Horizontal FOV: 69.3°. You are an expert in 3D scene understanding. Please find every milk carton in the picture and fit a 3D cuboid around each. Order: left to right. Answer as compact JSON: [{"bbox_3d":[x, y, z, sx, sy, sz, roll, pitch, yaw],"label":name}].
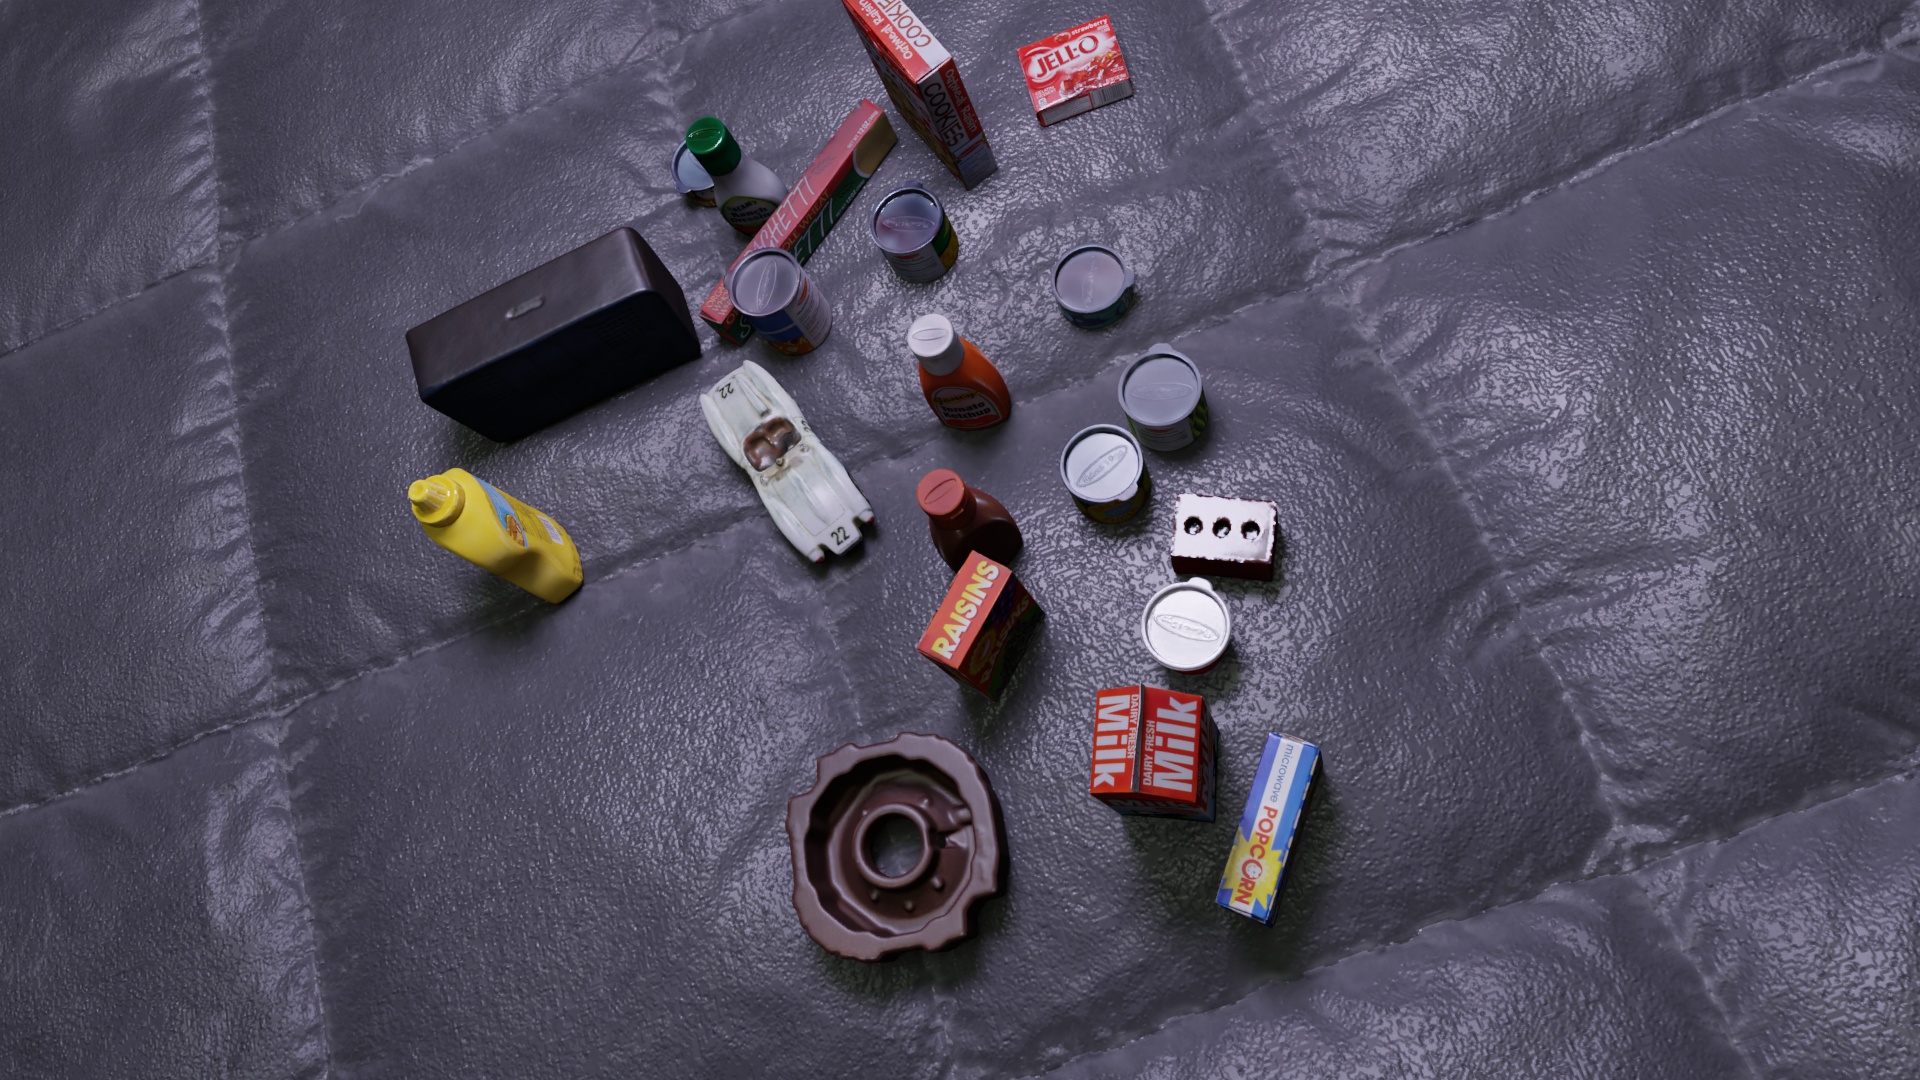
[{"bbox_3d":[0.135,0.150,0.965,0.073,0.190,0.072,2,73,16],"label":"milk carton"}]

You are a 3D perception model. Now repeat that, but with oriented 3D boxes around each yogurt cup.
[{"bbox_3d":[0.173,0.070,1.055,0.072,0.054,0.072,-4,71,14],"label":"yogurt cup"}]

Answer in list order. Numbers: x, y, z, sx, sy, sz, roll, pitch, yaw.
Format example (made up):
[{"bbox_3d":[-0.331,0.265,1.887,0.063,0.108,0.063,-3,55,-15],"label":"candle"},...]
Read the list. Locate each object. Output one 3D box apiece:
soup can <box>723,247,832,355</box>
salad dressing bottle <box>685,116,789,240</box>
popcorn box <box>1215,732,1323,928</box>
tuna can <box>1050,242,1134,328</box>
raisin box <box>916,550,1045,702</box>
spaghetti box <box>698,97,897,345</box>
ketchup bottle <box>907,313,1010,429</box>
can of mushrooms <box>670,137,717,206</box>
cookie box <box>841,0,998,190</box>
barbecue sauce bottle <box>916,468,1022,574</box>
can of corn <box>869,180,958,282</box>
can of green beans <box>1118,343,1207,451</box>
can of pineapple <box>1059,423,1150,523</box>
[{"bbox_3d":[-0.159,-0.209,1.220,0.071,0.083,0.071,-4,72,14],"label":"soup can"},{"bbox_3d":[-0.197,-0.319,1.232,0.064,0.147,0.044,-7,71,13],"label":"salad dressing bottle"},{"bbox_3d":[0.220,0.205,0.981,0.038,0.085,0.127,16,77,19],"label":"popcorn box"},{"bbox_3d":[0.114,-0.216,1.177,0.071,0.032,0.071,-4,71,14],"label":"tuna can"},{"bbox_3d":[0.018,0.067,1.060,0.040,0.123,0.086,27,81,21],"label":"raisin box"},{"bbox_3d":[-0.145,-0.288,1.261,0.029,0.050,0.250,33,83,22],"label":"spaghetti box"},{"bbox_3d":[-0.005,-0.135,1.119,0.065,0.148,0.043,-5,72,14],"label":"ketchup bottle"},{"bbox_3d":[-0.239,-0.351,1.315,0.071,0.033,0.071,-4,71,14],"label":"can of mushrooms"},{"bbox_3d":[-0.035,-0.395,1.203,0.040,0.167,0.123,-37,67,1],"label":"cookie box"},{"bbox_3d":[0.004,-0.014,1.077,0.065,0.148,0.044,-36,67,2],"label":"barbecue sauce bottle"},{"bbox_3d":[-0.039,-0.271,1.222,0.071,0.058,0.071,-4,71,14],"label":"can of corn"},{"bbox_3d":[0.164,-0.112,1.116,0.071,0.057,0.071,-4,71,14],"label":"can of green beans"},{"bbox_3d":[0.117,-0.051,1.108,0.071,0.057,0.071,-4,71,14],"label":"can of pineapple"}]
